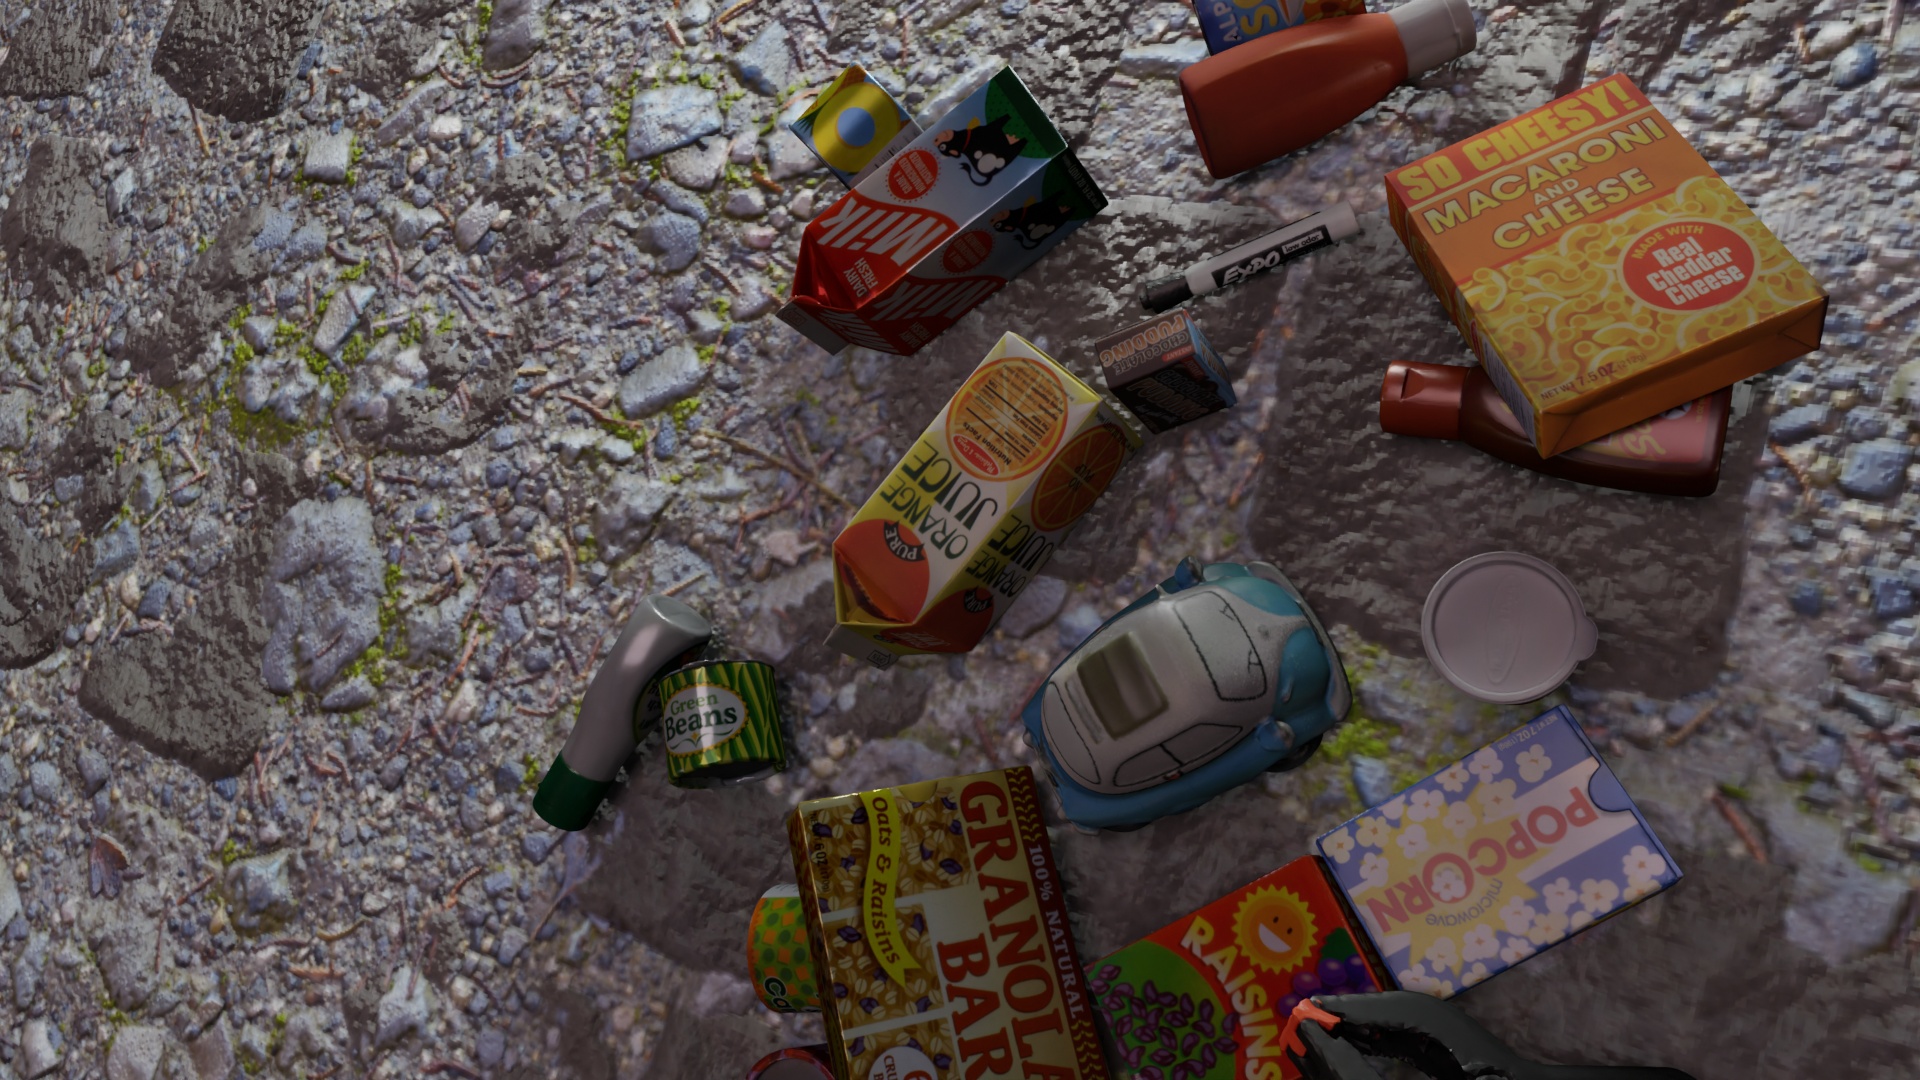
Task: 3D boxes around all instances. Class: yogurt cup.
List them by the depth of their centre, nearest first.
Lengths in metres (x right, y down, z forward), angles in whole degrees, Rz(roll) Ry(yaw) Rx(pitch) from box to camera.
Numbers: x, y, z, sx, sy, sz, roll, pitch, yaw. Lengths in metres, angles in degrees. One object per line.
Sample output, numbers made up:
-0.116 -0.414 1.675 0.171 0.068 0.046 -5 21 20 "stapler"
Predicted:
0.247 0.044 0.627 0.072 0.054 0.072 -7 72 24 "yogurt cup"

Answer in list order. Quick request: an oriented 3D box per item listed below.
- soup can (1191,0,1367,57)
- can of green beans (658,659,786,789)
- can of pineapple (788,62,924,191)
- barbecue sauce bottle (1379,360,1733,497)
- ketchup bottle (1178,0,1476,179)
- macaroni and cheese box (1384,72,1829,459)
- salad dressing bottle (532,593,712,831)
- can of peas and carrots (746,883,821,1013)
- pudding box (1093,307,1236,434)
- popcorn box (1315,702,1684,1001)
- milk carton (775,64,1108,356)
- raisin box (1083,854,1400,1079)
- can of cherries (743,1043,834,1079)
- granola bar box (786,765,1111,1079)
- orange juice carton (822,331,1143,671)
0.171 -0.300 0.757 0.083 0.071 0.071 -18 68 20 "soup can"
-0.134 0.105 0.784 0.071 0.071 0.058 -19 68 20 "can of green beans"
-0.064 -0.252 0.857 0.058 0.071 0.071 -44 62 7 "can of pineapple"
0.276 -0.060 0.651 0.148 0.043 0.065 9 73 28 "barbecue sauce bottle"
0.195 -0.247 0.738 0.149 0.064 0.044 -20 44 10 "ketchup bottle"
0.287 -0.130 0.639 0.123 0.040 0.167 -22 51 9 "macaroni and cheese box"
-0.203 0.103 0.824 0.044 0.064 0.147 34 100 10 "salad dressing bottle"
-0.069 0.213 0.720 0.058 0.071 0.071 -9 71 24 "can of peas and carrots"
0.107 -0.087 0.717 0.049 0.083 0.030 -20 70 19 "pudding box"
0.234 0.141 0.613 0.126 0.038 0.085 -33 62 13 "popcorn box"
-0.018 -0.177 0.810 0.190 0.072 0.073 -36 63 12 "milk carton"
0.131 0.210 0.641 0.123 0.040 0.086 -32 64 15 "raisin box"
-0.069 0.288 0.702 0.071 0.058 0.071 -8 72 24 "can of cherries"
-0.007 0.200 0.671 0.124 0.039 0.166 -6 66 -20 "granola bar box"
0.003 -0.009 0.750 0.073 0.071 0.192 42 95 29 "orange juice carton"
